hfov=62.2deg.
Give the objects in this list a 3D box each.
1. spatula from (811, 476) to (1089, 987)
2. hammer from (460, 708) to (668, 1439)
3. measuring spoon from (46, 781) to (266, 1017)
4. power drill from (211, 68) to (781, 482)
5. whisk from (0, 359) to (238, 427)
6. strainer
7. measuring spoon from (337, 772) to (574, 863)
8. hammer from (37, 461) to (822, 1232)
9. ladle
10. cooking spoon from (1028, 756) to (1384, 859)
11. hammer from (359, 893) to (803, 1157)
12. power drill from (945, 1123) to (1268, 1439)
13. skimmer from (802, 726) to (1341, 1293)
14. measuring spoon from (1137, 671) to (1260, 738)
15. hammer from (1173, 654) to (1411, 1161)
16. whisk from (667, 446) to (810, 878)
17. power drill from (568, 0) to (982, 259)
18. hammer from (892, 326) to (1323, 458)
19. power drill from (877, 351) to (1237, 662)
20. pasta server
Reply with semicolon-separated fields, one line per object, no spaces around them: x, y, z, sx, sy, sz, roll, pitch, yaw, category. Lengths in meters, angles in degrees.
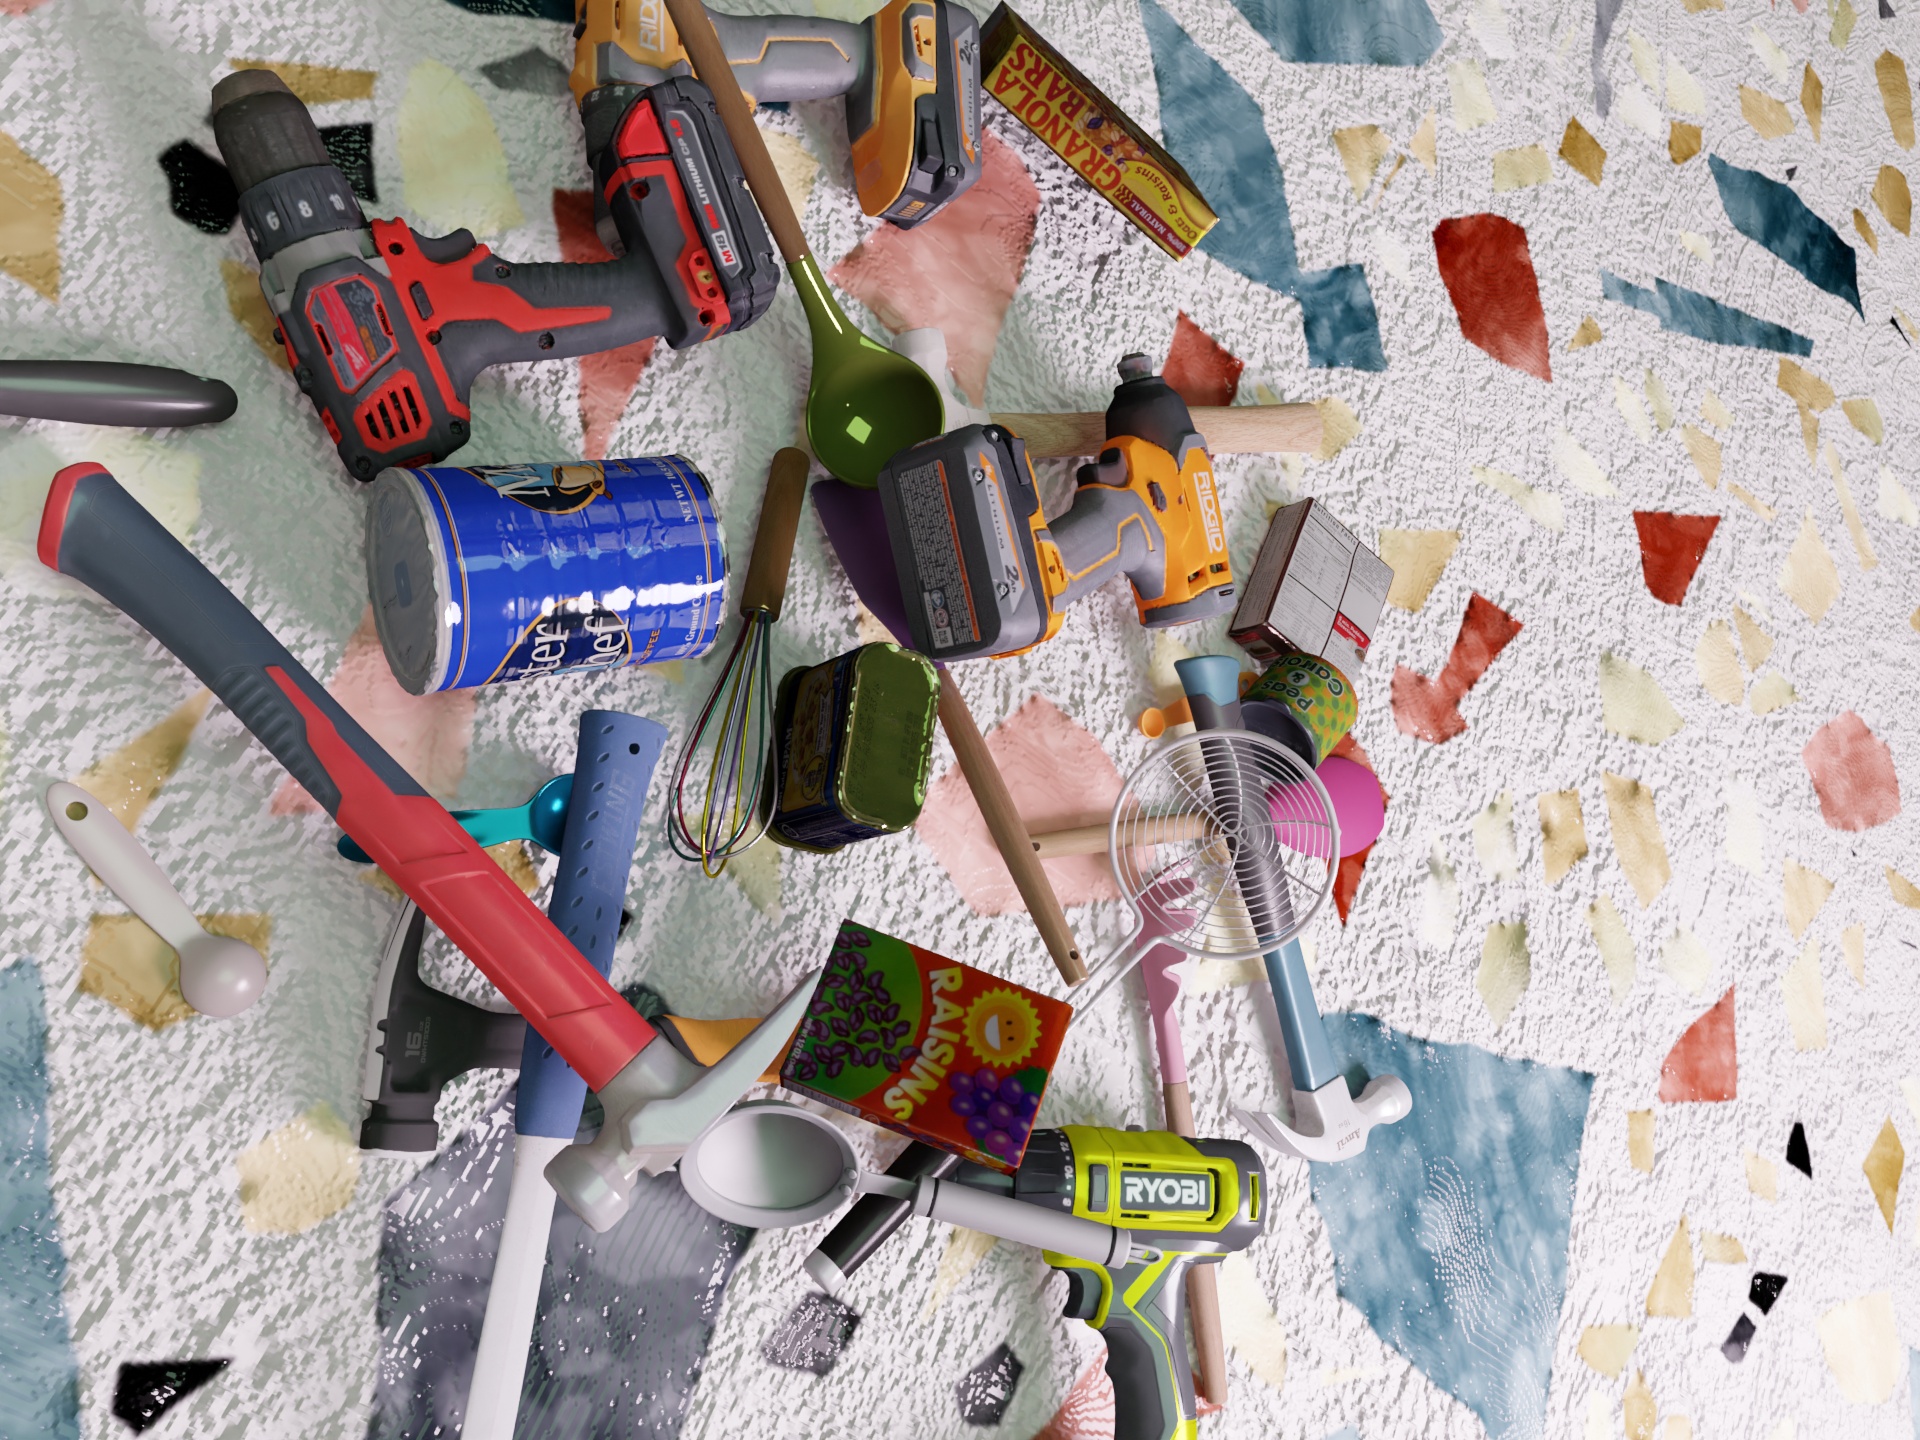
-0.001;-0.003;0.859;0.059;0.018;0.316;-12;68;-34;spatula
-0.190;0.193;0.698;0.144;0.035;0.406;16;73;-30;hammer
-0.342;0.075;0.674;0.034;0.018;0.124;-44;104;-31;measuring spoon
-0.220;-0.235;0.754;0.226;0.080;0.188;-24;100;-17;power drill
-0.424;-0.138;0.652;0.239;0.055;0.055;-4;82;-39;whisk
-0.026;0.225;0.764;0.258;0.086;0.050;17;33;-5;strainer
-0.229;0.052;0.757;0.128;0.021;0.042;-7;84;-25;measuring spoon
-0.234;0.028;0.681;0.386;0.038;0.143;46;67;0;hammer
-0.092;-0.262;0.822;0.078;0.062;0.319;-28;122;-4;ladle
0.159;0.065;1.001;0.318;0.017;0.069;-5;81;-34;cooking spoon
-0.119;0.155;0.793;0.336;0.034;0.127;11;75;-31;hammer
0.066;0.330;0.844;0.190;0.080;0.229;7;74;-16;power drill
0.055;0.149;0.827;0.127;0.090;0.363;42;66;13;skimmer
0.153;-0.011;1.020;0.117;0.011;0.021;-20;99;-38;measuring spoon
0.193;0.116;0.988;0.128;0.033;0.331;-19;96;-35;hammer
-0.111;-0.034;0.839;0.047;0.051;0.245;33;58;-46;whisk
-0.103;-0.333;0.880;0.226;0.084;0.185;2;83;-28;power drill
0.109;-0.181;1.012;0.331;0.031;0.130;-8;84;-34;hammer
0.063;-0.123;0.896;0.226;0.084;0.164;-15;94;-44;power drill
0.138;0.240;0.939;0.040;0.060;0.316;-8;85;9;pasta server
